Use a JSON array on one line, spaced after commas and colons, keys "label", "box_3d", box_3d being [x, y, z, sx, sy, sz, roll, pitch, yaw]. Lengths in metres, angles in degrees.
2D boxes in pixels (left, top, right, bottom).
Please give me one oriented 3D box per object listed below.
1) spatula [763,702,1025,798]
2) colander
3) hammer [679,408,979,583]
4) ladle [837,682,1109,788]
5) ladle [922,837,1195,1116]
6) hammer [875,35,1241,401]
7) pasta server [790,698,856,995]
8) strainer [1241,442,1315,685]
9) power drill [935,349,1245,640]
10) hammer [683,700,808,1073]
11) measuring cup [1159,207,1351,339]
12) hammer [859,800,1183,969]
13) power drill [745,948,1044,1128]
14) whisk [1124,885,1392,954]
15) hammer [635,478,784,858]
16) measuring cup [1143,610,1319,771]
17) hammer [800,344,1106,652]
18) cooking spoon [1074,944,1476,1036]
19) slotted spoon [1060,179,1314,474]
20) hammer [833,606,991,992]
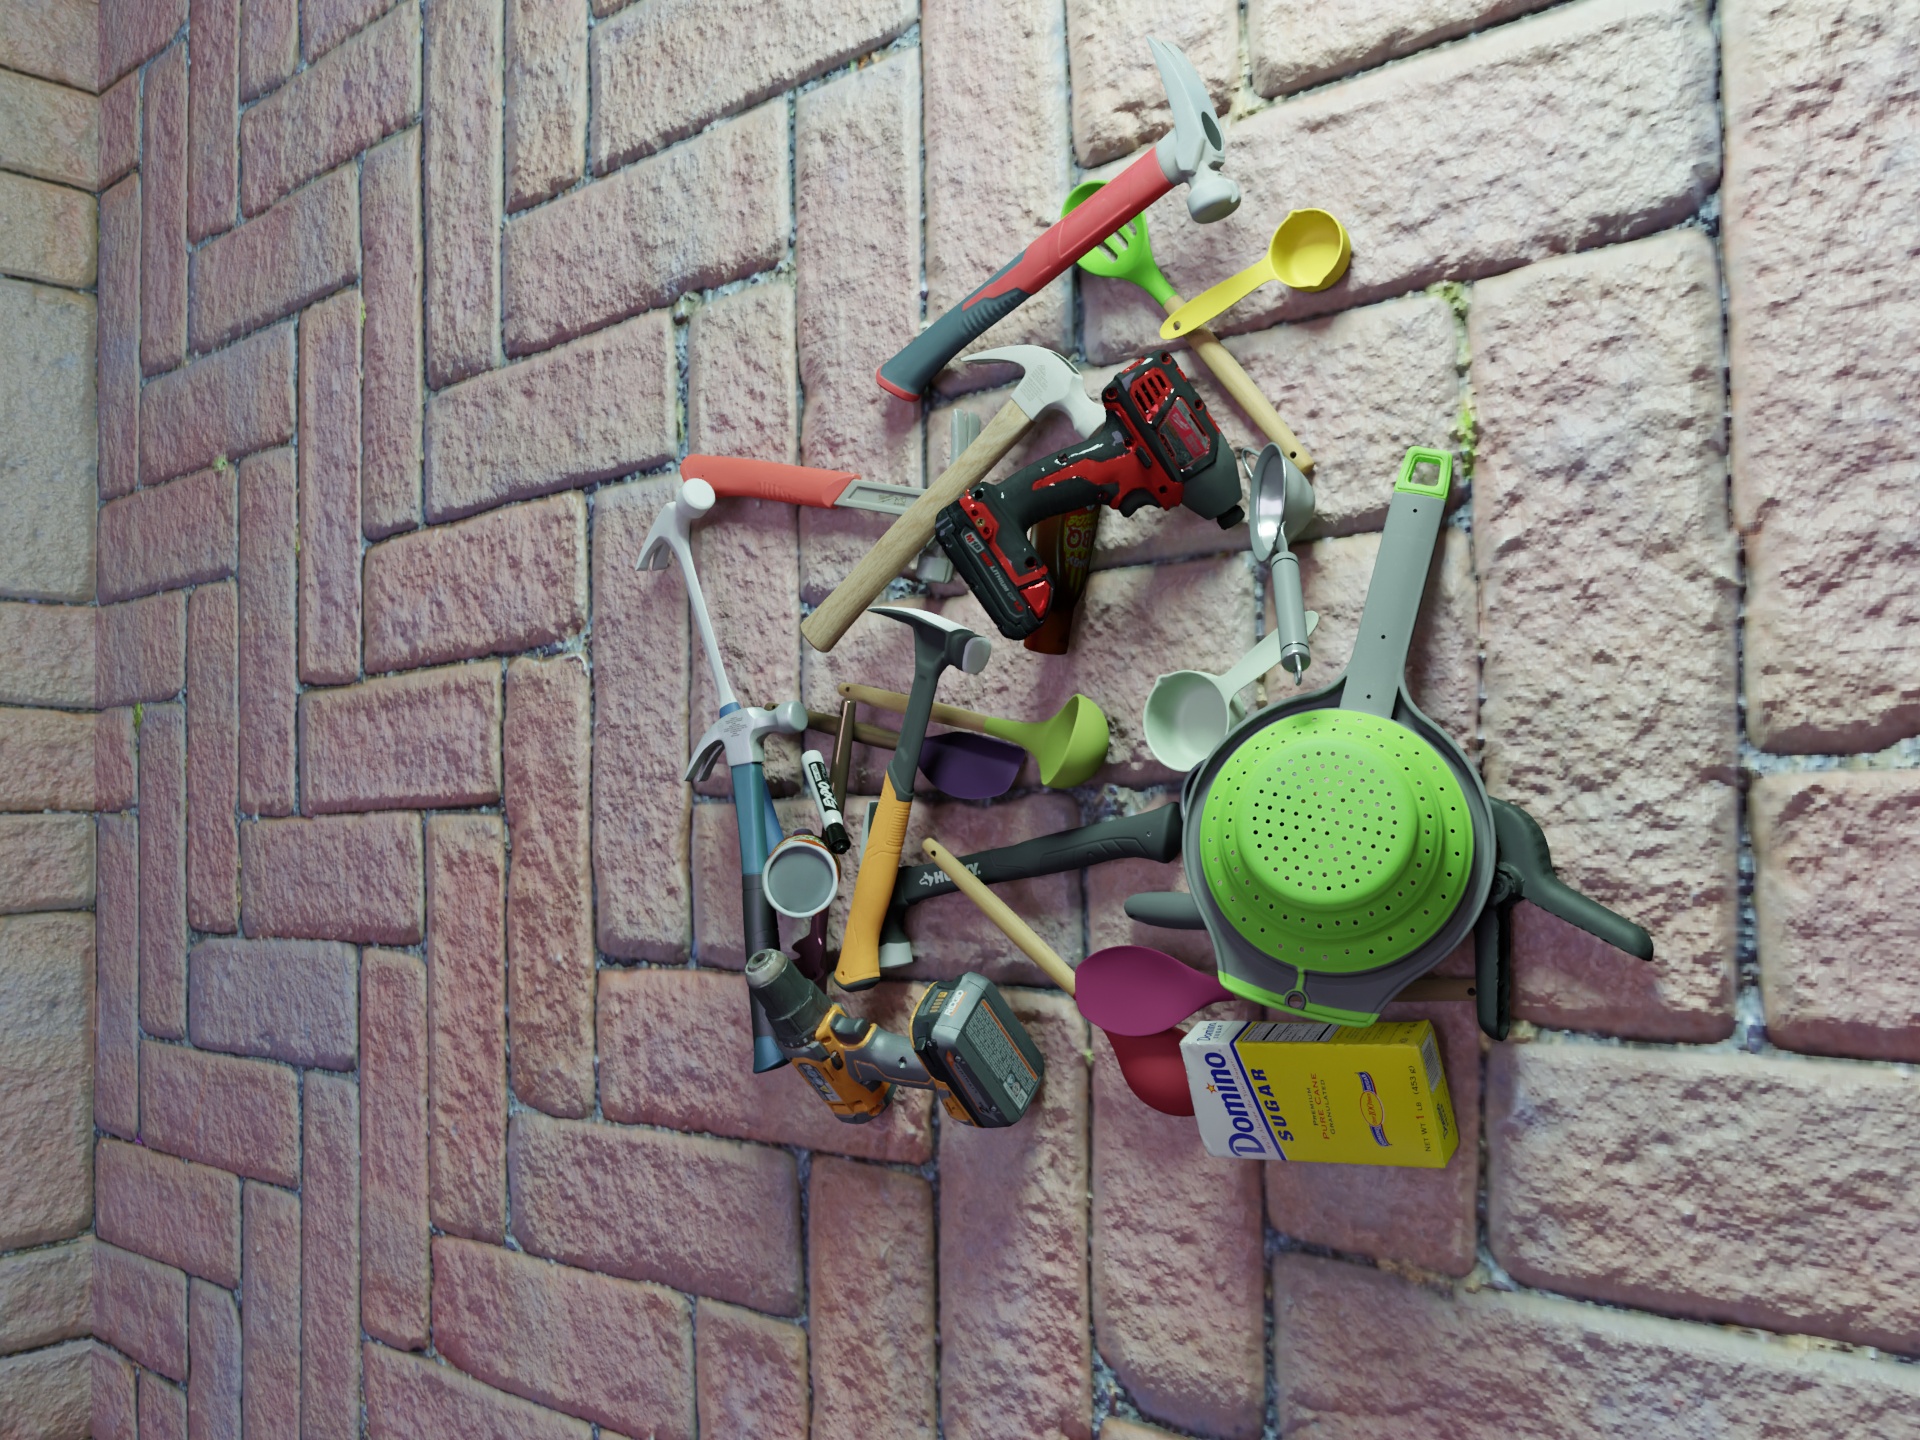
[{"label": "spatula", "box_3d": [-0.070, 0.018, 1.422, 0.316, 0.018, 0.060, 14, 71, 41]}, {"label": "colander", "box_3d": [0.260, -0.006, 1.034, 0.204, 0.094, 0.397, 13, 81, 20]}, {"label": "hammer", "box_3d": [-0.132, -0.225, 1.475, 0.359, 0.036, 0.149, 15, 98, 40]}, {"label": "ladle", "box_3d": [-0.002, -0.004, 1.346, 0.320, 0.062, 0.078, 14, 82, 43]}, {"label": "ladle", "box_3d": [0.077, 0.196, 1.260, 0.316, 0.031, 0.069, 42, 111, 26]}, {"label": "hammer", "box_3d": [0.054, -0.379, 1.285, 0.386, 0.038, 0.143, -27, 77, 45]}, {"label": "pasta server", "box_3d": [-0.128, 0.134, 1.444, 0.060, 0.040, 0.316, 22, 107, 47]}, {"label": "strainer", "box_3d": [0.226, -0.110, 1.100, 0.259, 0.050, 0.086, -83, 1, -47]}, {"label": "power drill", "box_3d": [0.101, -0.161, 1.196, 0.219, 0.078, 0.143, -34, 98, 8]}, {"label": "hammer", "box_3d": [-0.184, 0.154, 1.451, 0.128, 0.033, 0.331, -9, 83, 29]}, {"label": "measuring cup", "box_3d": [0.218, -0.321, 1.178, 0.156, 0.029, 0.062, -25, 73, 35]}, {"label": "hammer", "box_3d": [0.042, 0.112, 1.316, 0.335, 0.035, 0.146, -17, 78, 39]}, {"label": "power drill", "box_3d": [-0.065, 0.260, 1.325, 0.226, 0.084, 0.185, -10, 123, 40]}, {"label": "whisk", "box_3d": [0.214, 0.143, 1.162, 0.239, 0.055, 0.055, -2, 87, 44]}, {"label": "hammer", "box_3d": [-0.229, -0.021, 1.540, 0.144, 0.035, 0.406, -35, 69, 51]}, {"label": "measuring cup", "box_3d": [0.208, -0.026, 1.178, 0.167, 0.038, 0.083, -42, 63, 29]}, {"label": "hammer", "box_3d": [-0.024, -0.181, 1.342, 0.331, 0.031, 0.130, -45, 73, 22]}, {"label": "cooking spoon", "box_3d": [0.223, 0.194, 1.144, 0.319, 0.017, 0.069, -6, 86, 33]}, {"label": "slotted spoon", "box_3d": [0.175, -0.302, 1.221, 0.070, 0.031, 0.314, -48, 62, 29]}, {"label": "hammer", "box_3d": [-0.062, 0.072, 1.356, 0.127, 0.034, 0.337, 25, 107, 42]}]
